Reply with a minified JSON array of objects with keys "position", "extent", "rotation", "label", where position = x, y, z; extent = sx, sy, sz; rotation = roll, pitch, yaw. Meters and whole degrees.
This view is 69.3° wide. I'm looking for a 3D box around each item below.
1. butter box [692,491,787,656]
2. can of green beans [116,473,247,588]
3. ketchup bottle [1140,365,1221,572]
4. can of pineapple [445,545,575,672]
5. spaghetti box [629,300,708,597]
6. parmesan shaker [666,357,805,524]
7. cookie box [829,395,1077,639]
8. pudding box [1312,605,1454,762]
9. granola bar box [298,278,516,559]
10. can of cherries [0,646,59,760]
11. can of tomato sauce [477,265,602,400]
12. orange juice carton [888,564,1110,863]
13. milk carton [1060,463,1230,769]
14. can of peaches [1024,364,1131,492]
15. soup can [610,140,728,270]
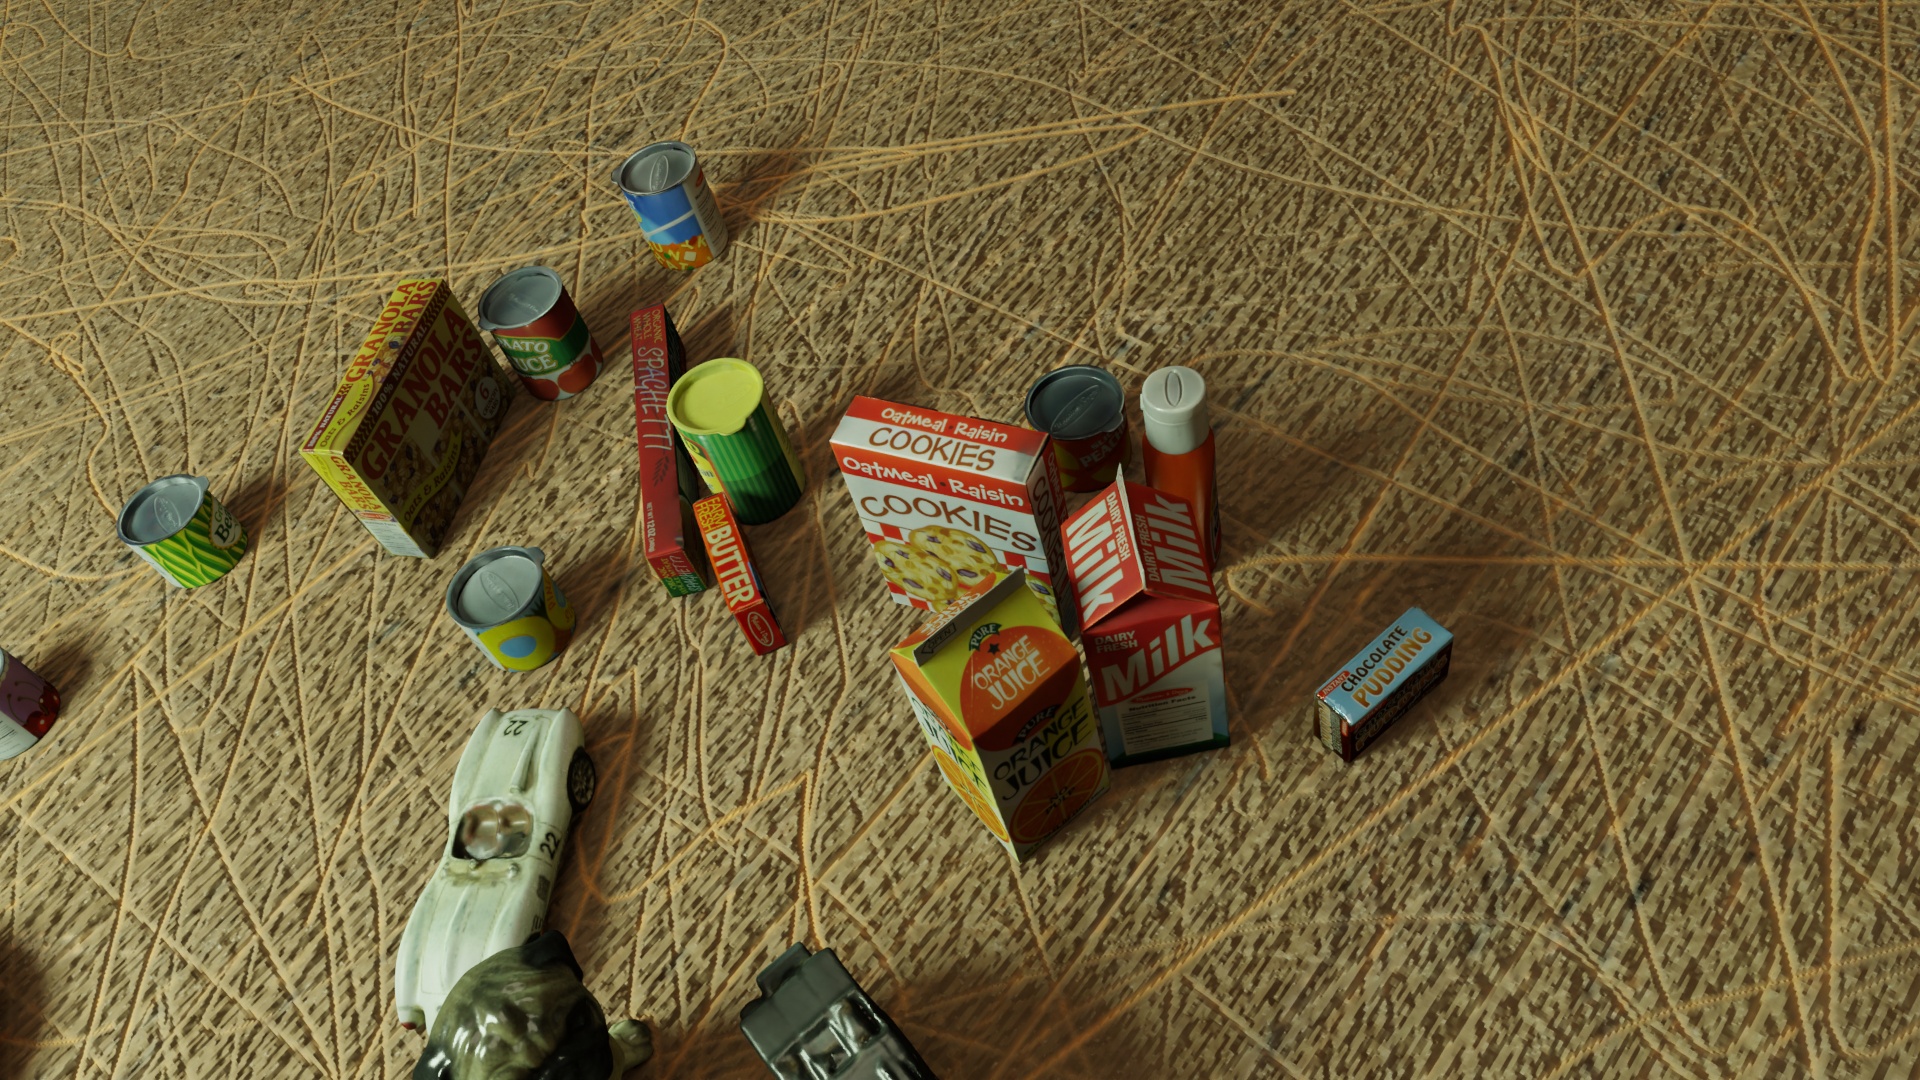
[{"position":[-0.146,0.021,0.915],"extent":[0.024,0.053,0.104],"rotation":[-24,52,-5],"label":"butter box"},{"position":[-0.577,-0.006,1.033],"extent":[0.071,0.057,0.071],"rotation":[-6,53,9],"label":"can of green beans"},{"position":[0.132,-0.042,0.837],"extent":[0.043,0.148,0.065],"rotation":[-4,53,11],"label":"ketchup bottle"},{"position":[-0.298,0.045,0.929],"extent":[0.071,0.057,0.071],"rotation":[-6,53,9],"label":"can of pineapple"},{"position":[-0.212,-0.072,1.002],"extent":[0.029,0.050,0.251],"rotation":[-16,52,2],"label":"spaghetti box"},{"position":[-0.150,-0.064,0.948],"extent":[0.071,0.102,0.071],"rotation":[-6,53,9],"label":"parmesan shaker"},{"position":[0.003,-0.010,0.831],"extent":[0.123,0.166,0.040],"rotation":[13,58,22],"label":"cookie box"},{"position":[0.238,0.081,0.783],"extent":[0.084,0.049,0.030],"rotation":[-37,54,-15],"label":"pudding box"},{"position":[-0.397,-0.089,1.011],"extent":[0.039,0.123,0.166],"rotation":[3,55,15],"label":"granola bar box"},{"position":[-0.678,0.110,0.968],"extent":[0.071,0.058,0.072],"rotation":[-6,53,9],"label":"can of cherries"},{"position":[-0.323,-0.157,1.071],"extent":[0.071,0.082,0.071],"rotation":[-6,53,9],"label":"can of tomato sauce"},{"position":[0.021,0.087,0.737],"extent":[0.072,0.191,0.073],"rotation":[-37,54,-14],"label":"orange juice carton"},{"position":[0.101,0.044,0.753],"extent":[0.073,0.189,0.073],"rotation":[-12,52,5],"label":"milk carton"},{"position":[0.081,-0.073,0.930],"extent":[0.071,0.057,0.071],"rotation":[-6,53,9],"label":"can of peaches"},{"position":[-0.237,-0.273,1.138],"extent":[0.071,0.083,0.072],"rotation":[-6,53,9],"label":"soup can"}]
